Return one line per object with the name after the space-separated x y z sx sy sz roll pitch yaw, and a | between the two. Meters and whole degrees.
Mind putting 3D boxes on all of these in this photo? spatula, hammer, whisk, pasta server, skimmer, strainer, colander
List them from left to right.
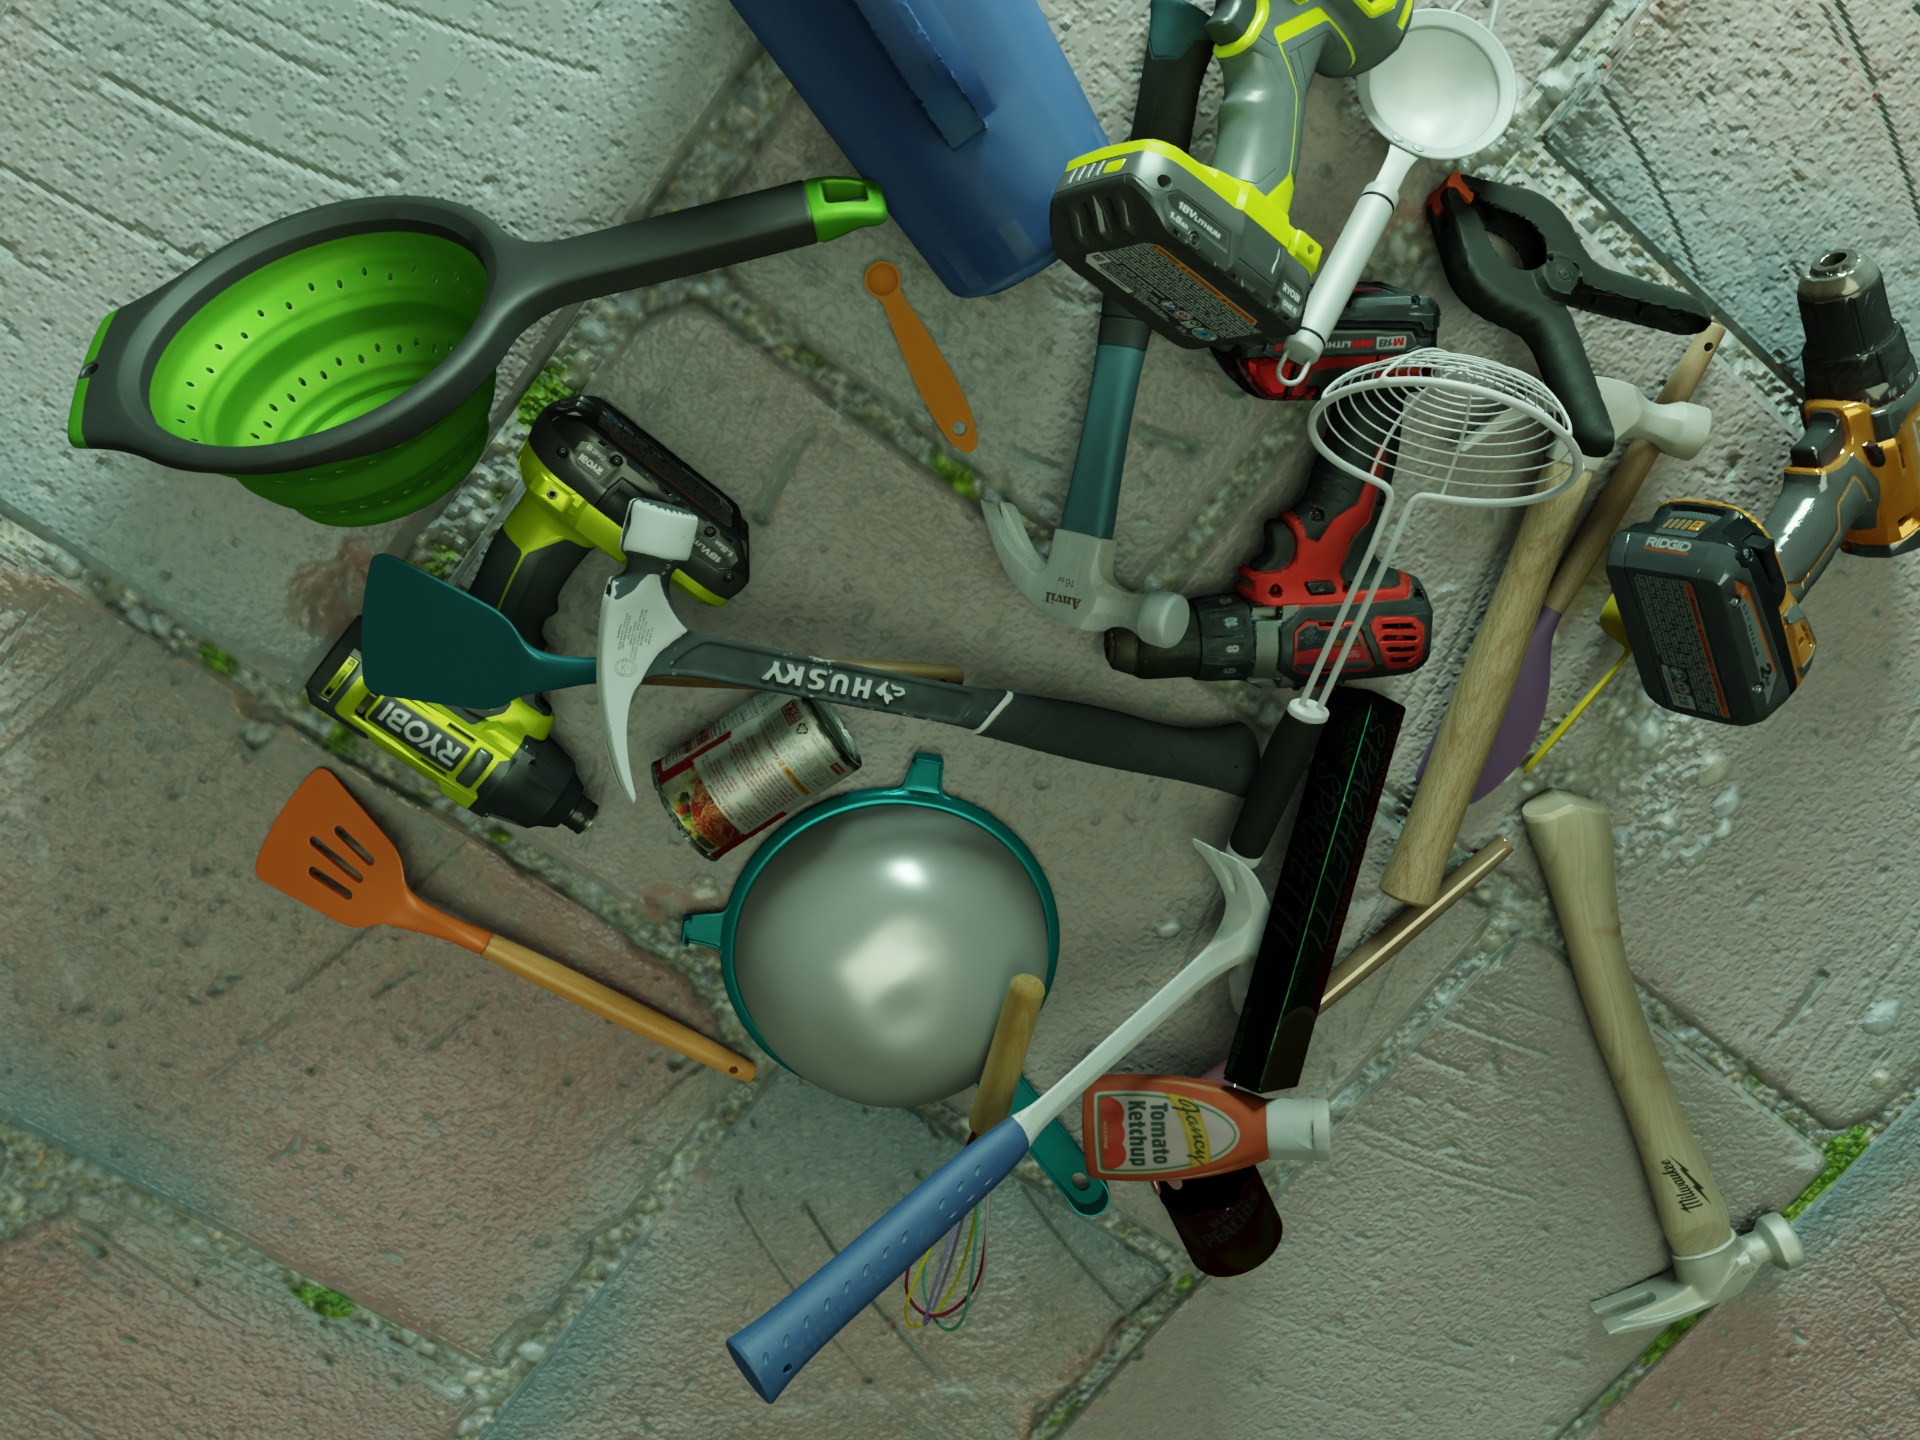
-0.224 -0.183 0.792 0.397 0.205 0.094 -13 140 1 | colander
-0.263 0.141 0.959 0.322 0.041 0.081 31 102 -19 | spatula
-0.148 -0.034 0.844 0.317 0.044 0.082 2 123 -23 | spatula
-0.002 0.202 0.967 0.211 0.095 0.340 -35 107 5 | strainer
-0.001 -0.003 0.875 0.408 0.036 0.149 11 99 -27 | hammer
0.008 0.260 0.935 0.047 0.051 0.245 6 110 -24 | whisk
0.039 0.220 0.892 0.405 0.035 0.144 -35 129 -26 | hammer
0.090 -0.213 0.849 0.128 0.033 0.331 16 101 33 | hammer
0.232 0.186 1.018 0.316 0.060 0.040 -41 91 4 | pasta server
0.202 -0.034 0.836 0.127 0.090 0.363 17 129 2 | skimmer
0.218 -0.275 0.825 0.087 0.050 0.258 28 73 2 | strainer
0.317 -0.043 0.944 0.130 0.031 0.331 16 106 0 | hammer
0.370 -0.089 0.953 0.059 0.018 0.316 23 105 -8 | spatula
0.439 0.231 1.057 0.146 0.038 0.410 -24 108 3 | hammer

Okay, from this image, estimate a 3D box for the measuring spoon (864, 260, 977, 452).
-0.021 -0.200 0.881 0.021 0.011 0.116 -28 112 4 | measuring spoon

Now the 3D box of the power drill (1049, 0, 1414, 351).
0.123 -0.314 0.759 0.190 0.080 0.228 24 79 -38 | power drill

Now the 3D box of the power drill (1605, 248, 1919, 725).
0.456 -0.130 0.877 0.226 0.084 0.185 -41 120 -18 | power drill

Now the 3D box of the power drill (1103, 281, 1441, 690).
0.175 -0.124 0.893 0.188 0.080 0.226 -4 111 -5 | power drill

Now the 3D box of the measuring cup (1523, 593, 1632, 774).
0.382 -0.034 0.965 0.029 0.062 0.156 41 117 20 | measuring cup

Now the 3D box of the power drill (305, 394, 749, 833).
-0.223 -0.050 0.874 0.171 0.080 0.223 38 104 -21 | power drill
